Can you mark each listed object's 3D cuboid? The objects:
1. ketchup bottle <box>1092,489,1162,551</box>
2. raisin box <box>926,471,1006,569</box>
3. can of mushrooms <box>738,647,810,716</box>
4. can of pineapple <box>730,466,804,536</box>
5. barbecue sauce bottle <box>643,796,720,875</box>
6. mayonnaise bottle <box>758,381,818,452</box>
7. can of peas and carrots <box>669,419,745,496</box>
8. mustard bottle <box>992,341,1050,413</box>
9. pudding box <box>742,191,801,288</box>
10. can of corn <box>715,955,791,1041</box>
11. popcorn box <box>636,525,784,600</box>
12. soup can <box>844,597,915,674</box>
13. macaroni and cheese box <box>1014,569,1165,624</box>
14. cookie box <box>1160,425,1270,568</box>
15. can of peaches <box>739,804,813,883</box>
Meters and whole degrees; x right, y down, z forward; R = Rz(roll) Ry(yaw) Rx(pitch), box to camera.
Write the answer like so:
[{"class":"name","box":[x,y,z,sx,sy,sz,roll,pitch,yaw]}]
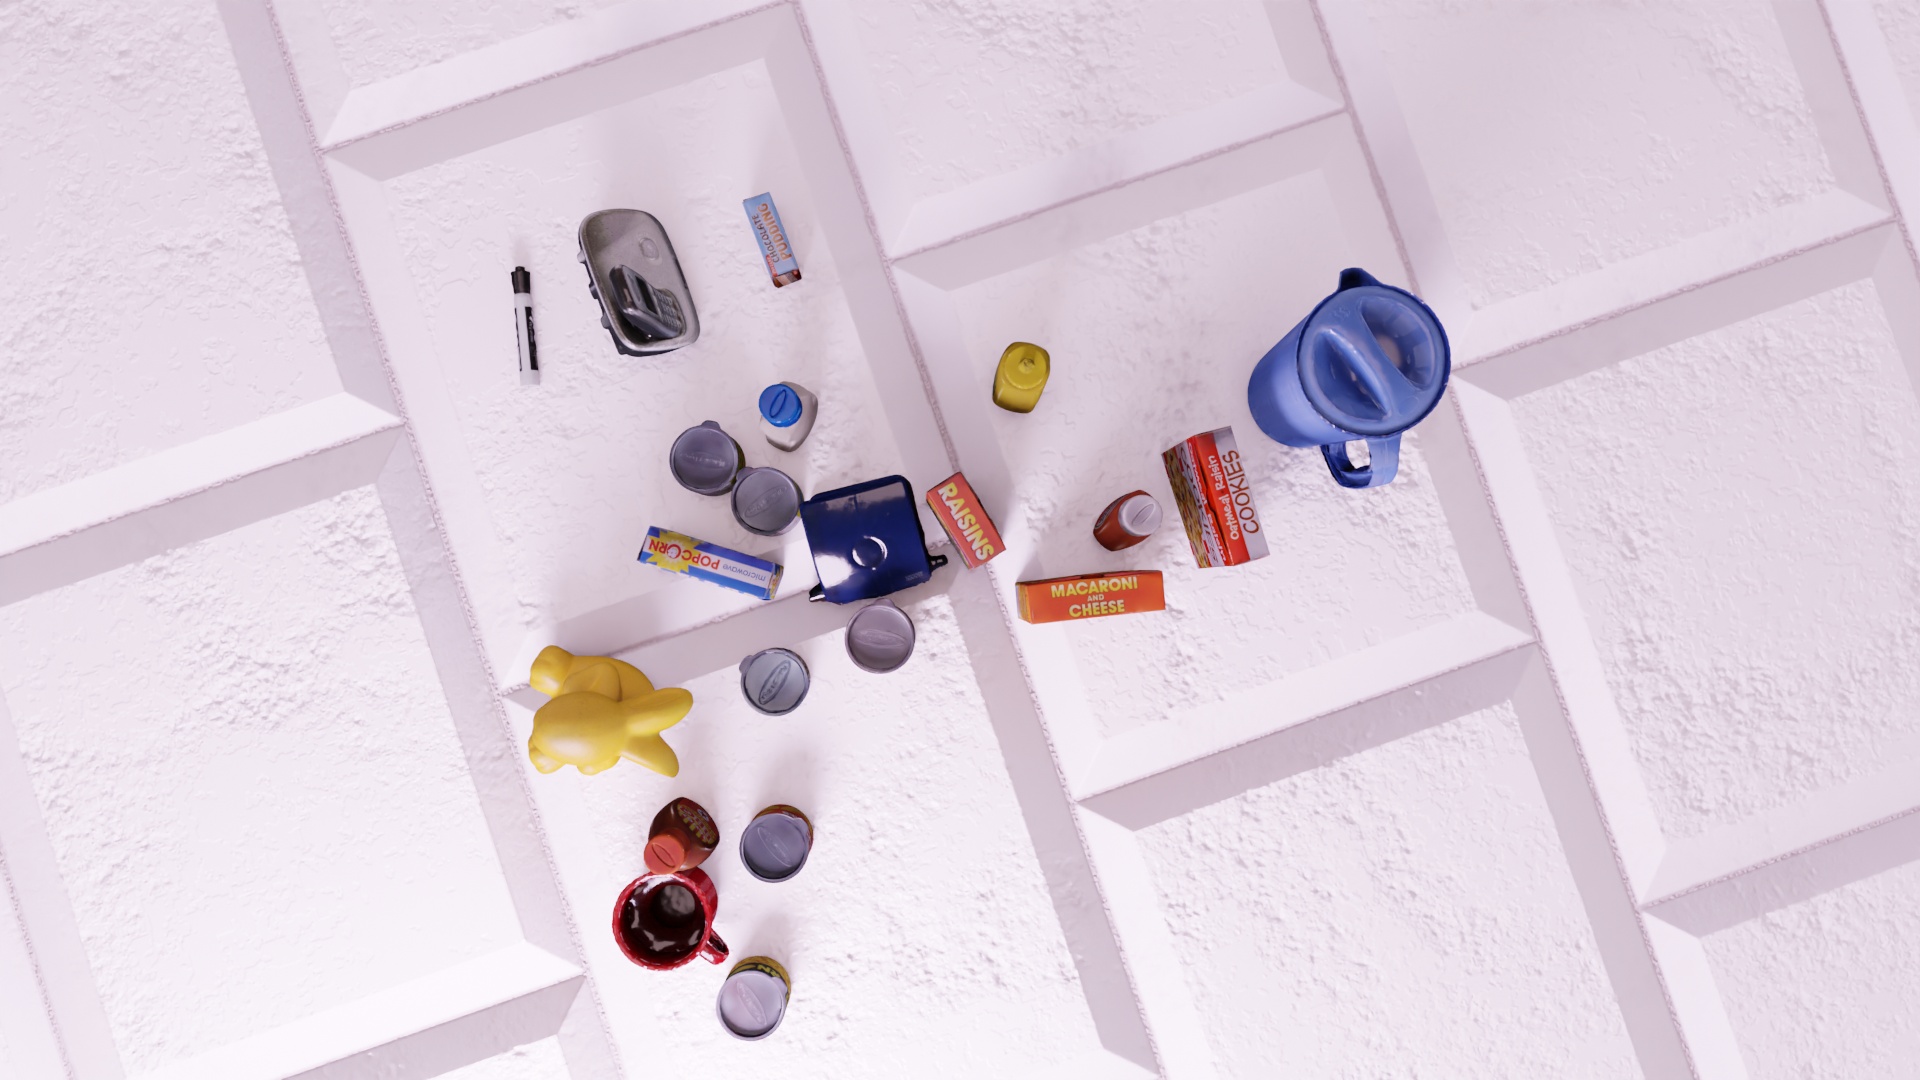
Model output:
[{"class":"ketchup bottle","box":[0.163,-0.020,1.317,0.043,0.149,0.065,44,88,0]},{"class":"raisin box","box":[0.005,-0.017,1.325,0.040,0.123,0.086,-31,89,-2]},{"class":"can of mushrooms","box":[-0.182,0.136,1.359,0.071,0.033,0.071,0,88,-1]},{"class":"can of pineapple","box":[-0.188,-0.039,1.354,0.071,0.058,0.071,0,88,-1]},{"class":"barbecue sauce bottle","box":[-0.263,0.279,1.293,0.044,0.148,0.065,-43,90,-2]},{"class":"mayonnaise bottle","box":[-0.164,-0.121,1.313,0.041,0.148,0.065,26,88,0]},{"class":"can of peas and carrots","box":[-0.245,-0.079,1.354,0.071,0.058,0.071,0,88,-1]},{"class":"mustard bottle","box":[0.059,-0.159,1.315,0.049,0.160,0.065,15,88,-1]},{"class":"pudding box","box":[-0.186,-0.296,1.369,0.030,0.049,0.083,-21,88,-2]},{"class":"can of corn","box":[-0.196,0.437,1.333,0.071,0.058,0.071,0,88,-1]},{"class":"popcorn box","box":[-0.238,0.023,1.337,0.127,0.085,0.038,17,88,-1]},{"class":"soup can","box":[-0.076,0.091,1.339,0.071,0.084,0.071,0,88,-1]},{"class":"macaroni and cheese box","box":[0.117,0.051,1.304,0.124,0.166,0.040,-6,88,-2]},{"class":"cookie box","box":[0.237,-0.037,1.310,0.040,0.167,0.123,-17,89,-2]},{"class":"can of peaches","box":[-0.175,0.290,1.340,0.071,0.058,0.071,0,88,-1]}]
